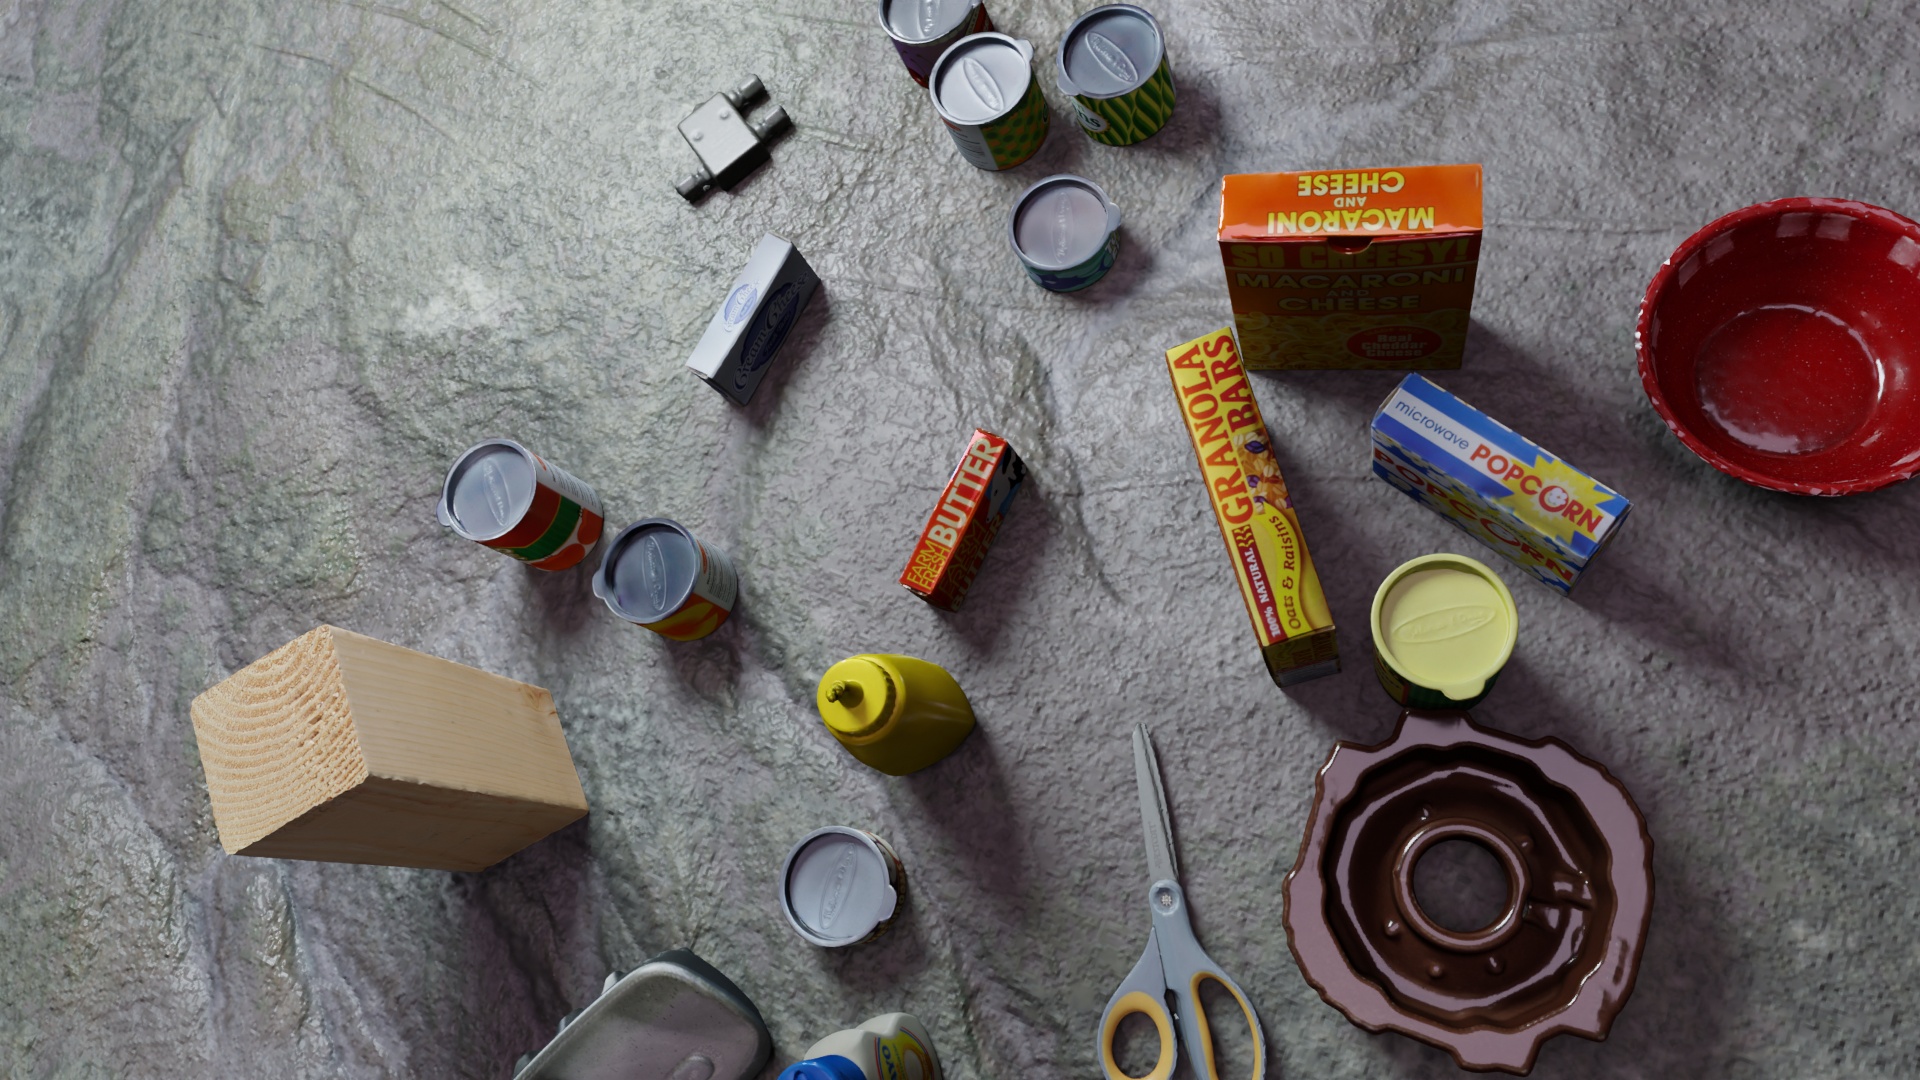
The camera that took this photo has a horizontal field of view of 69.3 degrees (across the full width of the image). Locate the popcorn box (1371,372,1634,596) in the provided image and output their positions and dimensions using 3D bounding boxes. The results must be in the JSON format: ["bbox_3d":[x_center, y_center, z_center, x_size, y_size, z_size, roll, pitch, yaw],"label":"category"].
[{"bbox_3d":[0.278,-0.029,0.727,0.127,0.085,0.038,37,88,22],"label":"popcorn box"}]

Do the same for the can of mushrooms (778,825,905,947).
[{"bbox_3d":[-0.064,0.197,0.788,0.071,0.033,0.071,-4,73,15],"label":"can of mushrooms"}]

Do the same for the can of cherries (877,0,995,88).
[{"bbox_3d":[-0.012,-0.340,0.916,0.071,0.058,0.071,-4,73,15],"label":"can of cherries"}]

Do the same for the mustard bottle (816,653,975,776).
[{"bbox_3d":[-0.040,0.089,0.744,0.065,0.160,0.049,-37,68,4],"label":"mustard bottle"}]

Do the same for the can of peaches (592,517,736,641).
[{"bbox_3d":[-0.181,0.026,0.859,0.071,0.058,0.071,-4,73,15],"label":"can of peaches"}]

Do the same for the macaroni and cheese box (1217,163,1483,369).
[{"bbox_3d":[0.207,-0.138,0.735,0.124,0.166,0.040,2,75,17],"label":"macaroni and cheese box"}]

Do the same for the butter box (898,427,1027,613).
[{"bbox_3d":[0.003,-0.010,0.818,0.024,0.053,0.103,24,82,21],"label":"butter box"}]

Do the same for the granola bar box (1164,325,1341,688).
[{"bbox_3d":[0.156,-0.013,0.736,0.039,0.124,0.166,-19,70,11],"label":"granola bar box"}]

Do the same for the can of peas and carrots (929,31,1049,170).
[{"bbox_3d":[0.022,-0.282,0.889,0.071,0.058,0.071,-4,73,15],"label":"can of peas and carrots"}]

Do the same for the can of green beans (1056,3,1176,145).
[{"bbox_3d":[0.099,-0.291,0.870,0.071,0.057,0.071,-4,73,15],"label":"can of green beans"}]

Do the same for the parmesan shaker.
[{"bbox_3d":[0.243,0.054,0.703,0.071,0.103,0.071,-4,74,15],"label":"parmesan shaker"}]

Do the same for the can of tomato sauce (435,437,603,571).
[{"bbox_3d":[-0.279,-0.020,0.887,0.071,0.083,0.071,-4,73,15],"label":"can of tomato sauce"}]

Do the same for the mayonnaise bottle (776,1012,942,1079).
[{"bbox_3d":[-0.050,0.275,0.699,0.041,0.148,0.065,-21,70,10],"label":"mayonnaise bottle"}]

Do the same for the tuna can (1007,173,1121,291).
[{"bbox_3d":[0.067,-0.191,0.864,0.071,0.032,0.071,-4,73,15],"label":"tuna can"}]

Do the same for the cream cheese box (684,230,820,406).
[{"bbox_3d":[-0.132,-0.142,0.896,0.024,0.053,0.104,28,84,21],"label":"cream cheese box"}]
